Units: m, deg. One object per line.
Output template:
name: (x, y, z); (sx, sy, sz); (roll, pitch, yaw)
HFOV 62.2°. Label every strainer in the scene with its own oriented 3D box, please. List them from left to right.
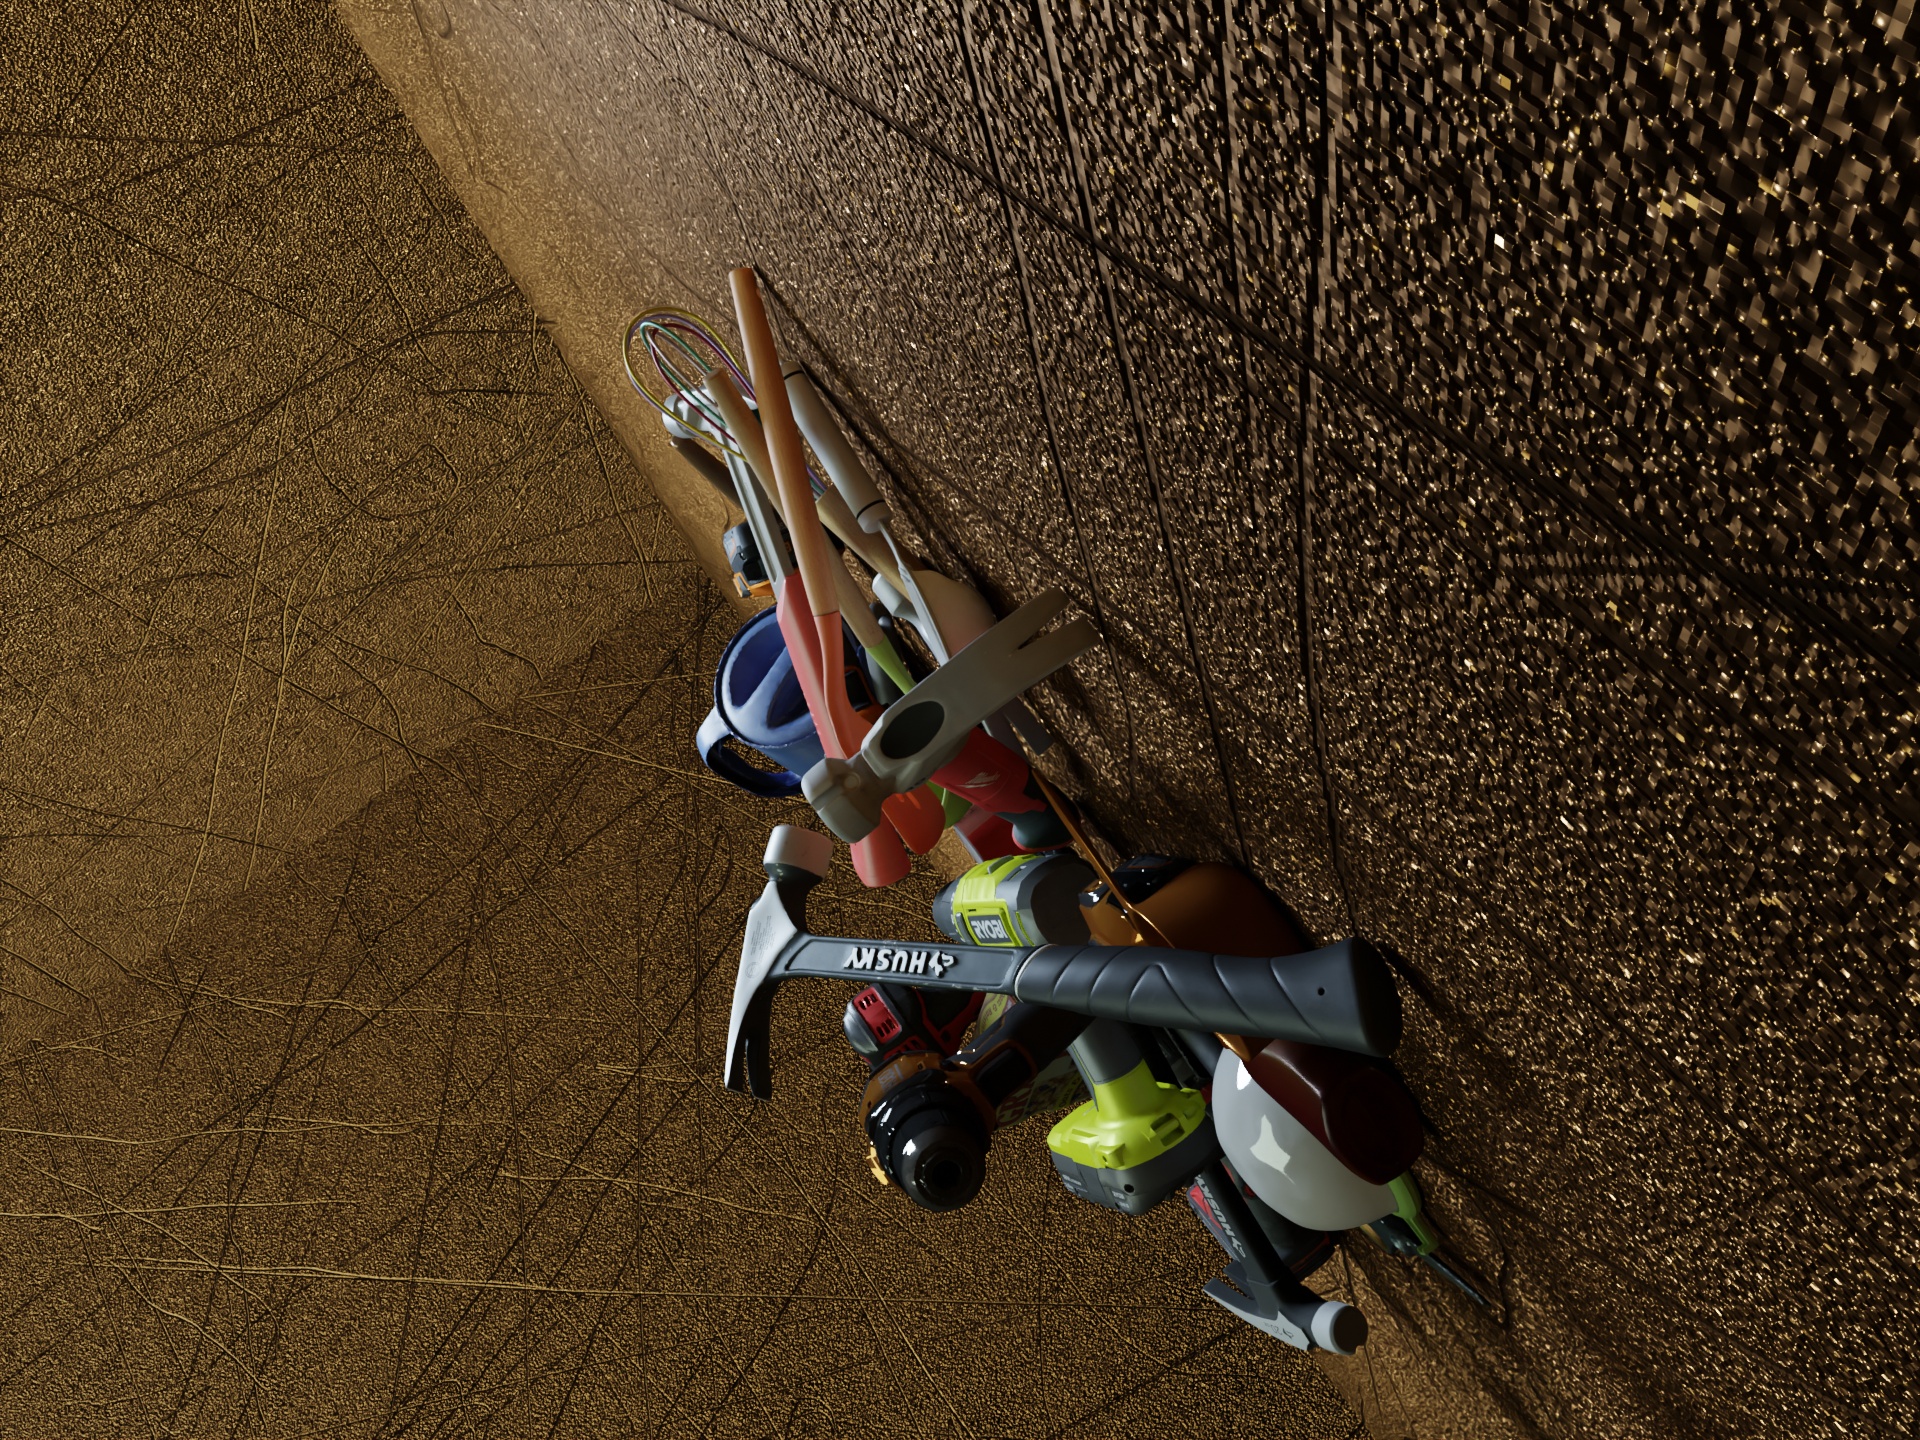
strainer: (-0.041, -0.106, 0.868); (0.258, 0.050, 0.086); (58, 175, 12)
strainer: (0.167, 0.220, 0.951); (0.151, 0.069, 0.257); (57, 171, -27)

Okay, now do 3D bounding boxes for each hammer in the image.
hammer: (-0.097, -0.050, 1.050); (0.149, 0.036, 0.358); (13, 126, 56)
hammer: (-0.002, -0.004, 1.135); (0.144, 0.035, 0.405); (53, 174, 7)
hammer: (0.021, 0.121, 0.740); (0.036, 0.149, 0.409); (28, 158, -38)
hammer: (0.034, 0.025, 0.860); (0.038, 0.143, 0.386); (53, -175, 15)
hammer: (0.153, 0.284, 1.104); (0.335, 0.035, 0.146); (60, 155, -4)

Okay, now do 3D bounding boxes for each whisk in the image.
whisk: (-0.093, -0.146, 0.911); (0.245, 0.047, 0.051); (42, 148, -8)
whisk: (-0.054, 0.010, 1.298); (0.055, 0.055, 0.238); (45, 149, 53)

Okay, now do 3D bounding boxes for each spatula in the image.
spatula: (-0.152, -0.147, 1.278); (0.082, 0.044, 0.317); (55, -173, 28)
spatula: (-0.069, -0.084, 0.857); (0.081, 0.041, 0.322); (-48, -55, -74)

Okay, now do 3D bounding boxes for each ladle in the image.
ladle: (-0.072, -0.059, 0.922); (0.078, 0.062, 0.319); (38, 162, 56)

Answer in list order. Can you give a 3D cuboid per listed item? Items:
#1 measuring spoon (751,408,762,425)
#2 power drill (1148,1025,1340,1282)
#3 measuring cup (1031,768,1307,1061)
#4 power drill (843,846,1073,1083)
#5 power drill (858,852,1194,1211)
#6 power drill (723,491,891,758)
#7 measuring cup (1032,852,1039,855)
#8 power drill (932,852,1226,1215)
measuring spoon: (-0.127, -0.198, 1.127); (0.042, 0.021, 0.128); (50, -179, 27)
power drill: (0.204, 0.330, 1.249); (0.188, 0.080, 0.226); (46, 167, 46)
measuring cup: (0.102, 0.077, 0.756); (0.174, 0.052, 0.095); (53, 174, 21)
power drill: (0.023, 0.204, 1.225); (0.079, 0.219, 0.143); (49, 172, 36)
power drill: (0.046, 0.166, 0.832); (0.084, 0.226, 0.185); (54, 173, -1)
power drill: (-0.092, -0.049, 1.169); (0.226, 0.084, 0.164); (67, 169, -8)
measuring cup: (0.019, 0.073, 1.381); (0.167, 0.038, 0.083); (59, 172, -29)
power drill: (0.065, 0.194, 1.037); (0.228, 0.080, 0.190); (64, 157, -3)
